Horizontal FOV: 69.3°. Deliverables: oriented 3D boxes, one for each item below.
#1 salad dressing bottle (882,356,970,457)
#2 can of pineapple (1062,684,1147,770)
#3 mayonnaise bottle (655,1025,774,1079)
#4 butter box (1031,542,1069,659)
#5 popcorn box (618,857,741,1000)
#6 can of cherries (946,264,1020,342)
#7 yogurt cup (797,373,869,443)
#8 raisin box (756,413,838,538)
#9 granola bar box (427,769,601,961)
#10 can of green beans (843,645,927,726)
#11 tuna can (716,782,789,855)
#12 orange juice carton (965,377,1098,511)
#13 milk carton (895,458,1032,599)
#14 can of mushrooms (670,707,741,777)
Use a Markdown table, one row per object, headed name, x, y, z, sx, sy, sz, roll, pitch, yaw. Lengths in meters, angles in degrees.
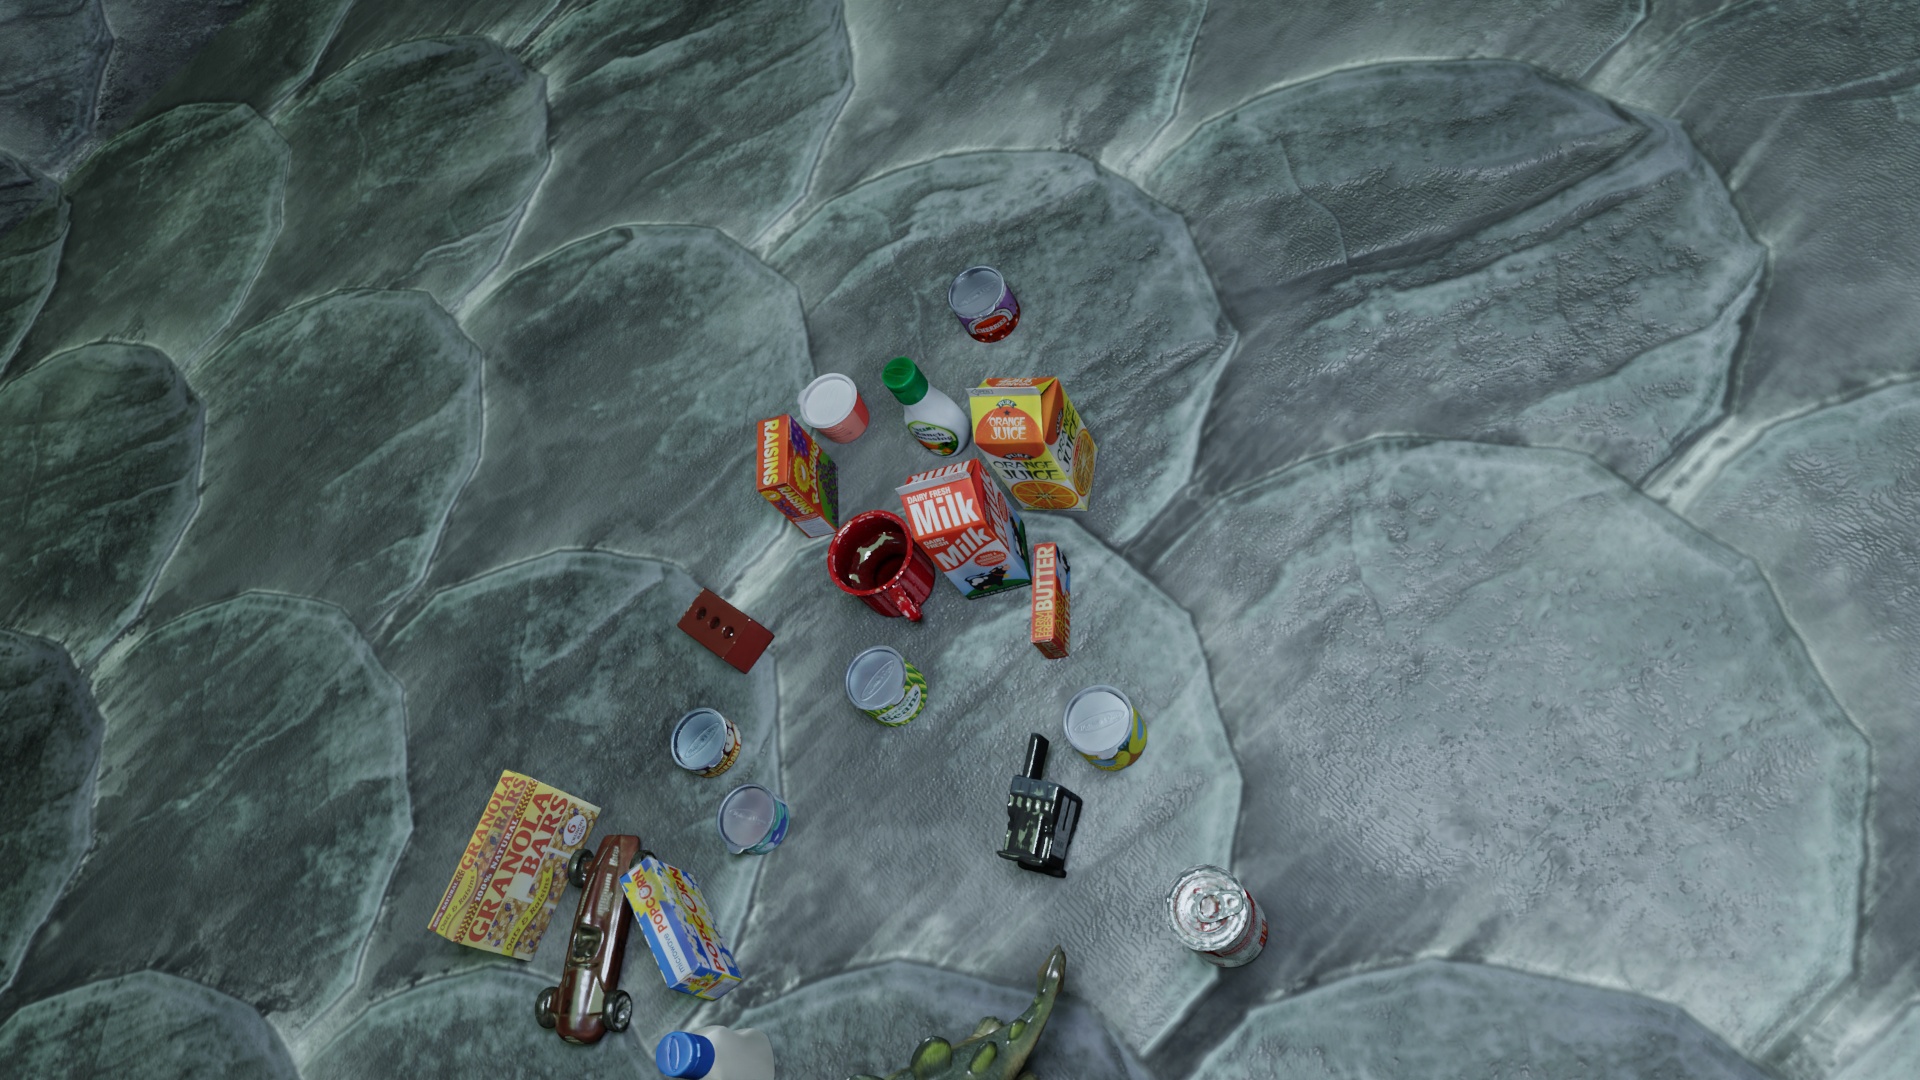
| name | x | y | z | sx | sy | sz | roll | pitch | yaw |
| --- | --- | --- | --- | --- | --- | --- | --- | --- | --- |
| salad dressing bottle | -0.037 | -0.138 | 1.439 | 0.064 | 0.147 | 0.044 | 6 | 68 | 25 |
| can of pineapple | 0.132 | 0.173 | 1.268 | 0.071 | 0.057 | 0.071 | -9 | 62 | 18 |
| mayonnaise bottle | -0.213 | 0.456 | 1.217 | 0.041 | 0.147 | 0.065 | -17 | 60 | 14 |
| butter box | 0.088 | 0.058 | 1.346 | 0.024 | 0.053 | 0.104 | -7 | 63 | 20 |
| popcorn box | -0.266 | 0.369 | 1.320 | 0.038 | 0.085 | 0.127 | -38 | 57 | 2 |
| can of cherries | 0.027 | -0.257 | 1.525 | 0.071 | 0.058 | 0.072 | -9 | 62 | 18 |
| yogurt cup | -0.136 | -0.143 | 1.539 | 0.072 | 0.053 | 0.072 | -9 | 62 | 18 |
| raisin box | -0.171 | -0.067 | 1.474 | 0.040 | 0.123 | 0.086 | -12 | 62 | 17 |
| granola bar box | -0.444 | 0.326 | 1.392 | 0.039 | 0.124 | 0.166 | 13 | 71 | 27 |
| can of green beans | -0.073 | 0.144 | 1.368 | 0.071 | 0.057 | 0.071 | -9 | 62 | 18 |
| tuna can | -0.205 | 0.278 | 1.371 | 0.071 | 0.032 | 0.071 | -9 | 62 | 18 |
| orange juice carton | 0.070 | -0.101 | 1.350 | 0.072 | 0.192 | 0.073 | 2 | 67 | 24 |
| milk carton | 0.005 | -0.017 | 1.337 | 0.072 | 0.190 | 0.074 | -15 | 61 | 16 |
| can of mushrooms | -0.260 | 0.210 | 1.427 | 0.071 | 0.033 | 0.071 | -9 | 62 | 18 |
